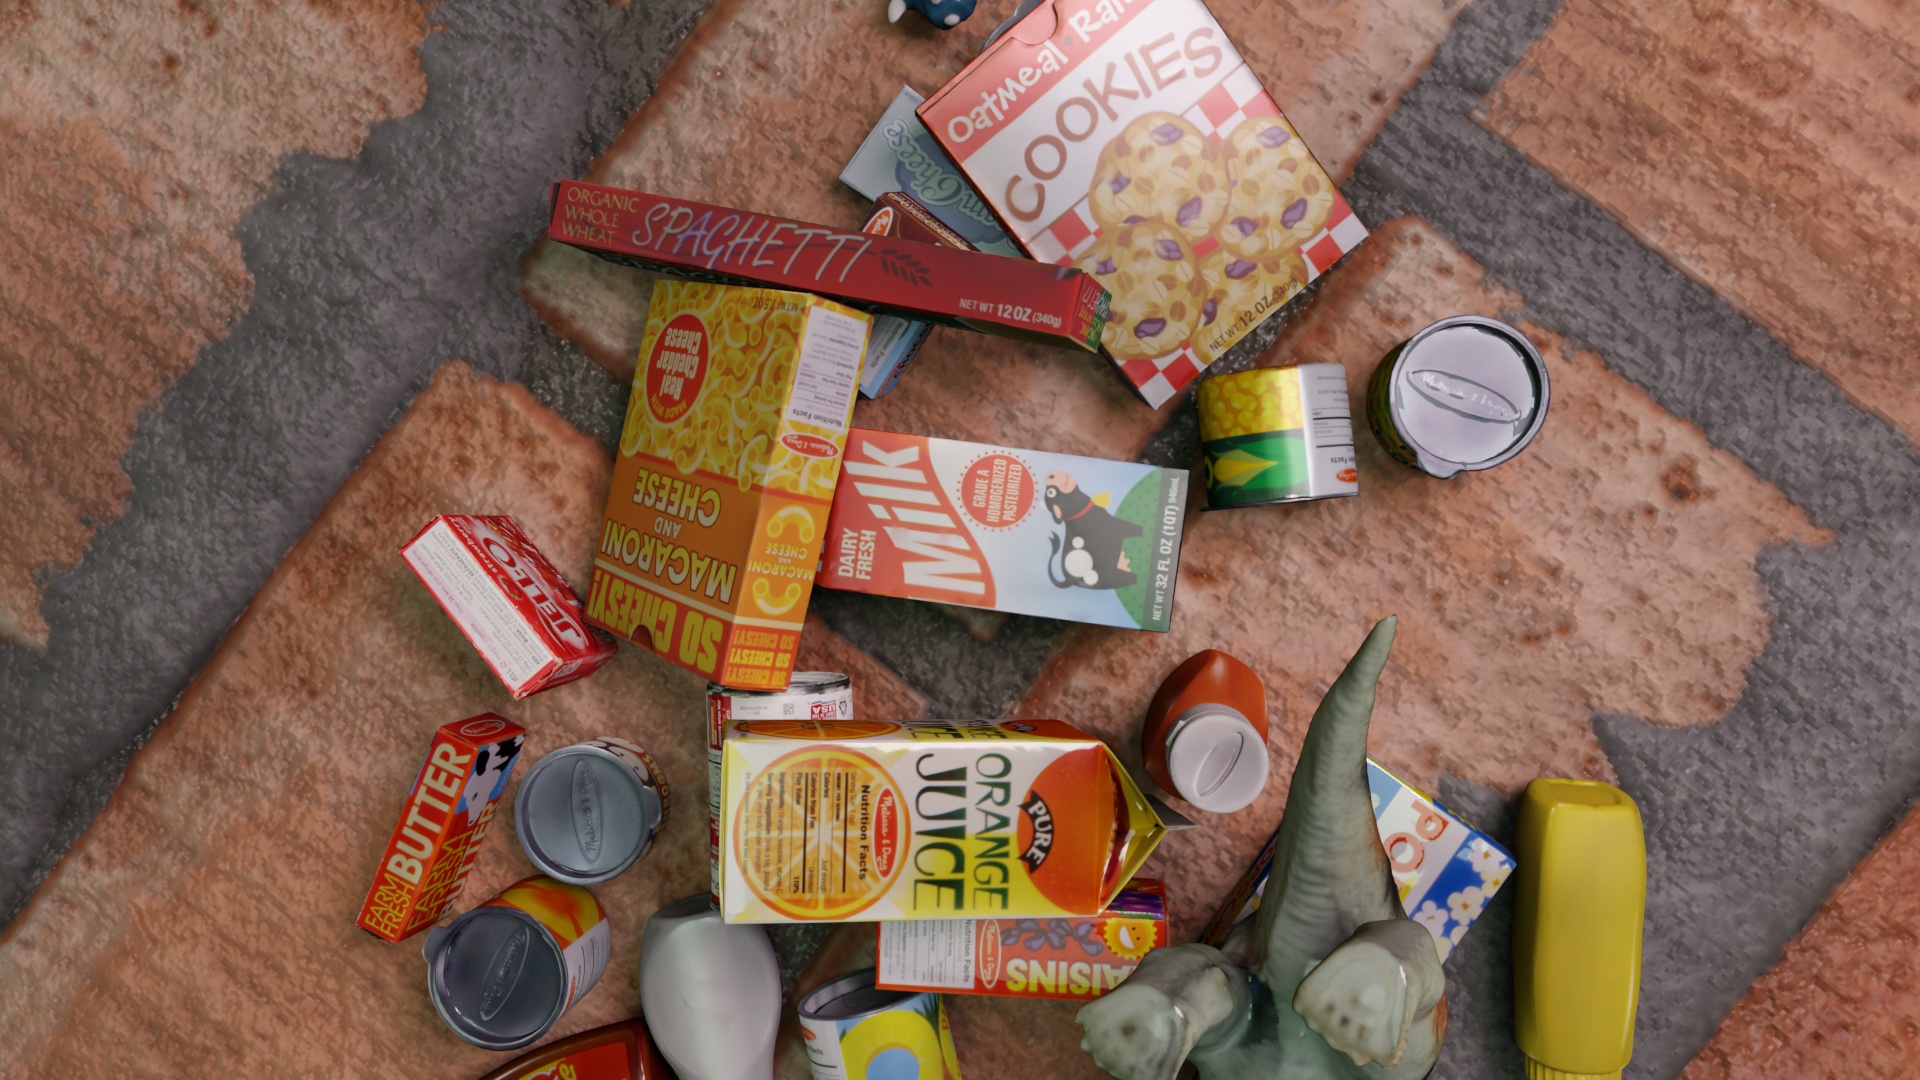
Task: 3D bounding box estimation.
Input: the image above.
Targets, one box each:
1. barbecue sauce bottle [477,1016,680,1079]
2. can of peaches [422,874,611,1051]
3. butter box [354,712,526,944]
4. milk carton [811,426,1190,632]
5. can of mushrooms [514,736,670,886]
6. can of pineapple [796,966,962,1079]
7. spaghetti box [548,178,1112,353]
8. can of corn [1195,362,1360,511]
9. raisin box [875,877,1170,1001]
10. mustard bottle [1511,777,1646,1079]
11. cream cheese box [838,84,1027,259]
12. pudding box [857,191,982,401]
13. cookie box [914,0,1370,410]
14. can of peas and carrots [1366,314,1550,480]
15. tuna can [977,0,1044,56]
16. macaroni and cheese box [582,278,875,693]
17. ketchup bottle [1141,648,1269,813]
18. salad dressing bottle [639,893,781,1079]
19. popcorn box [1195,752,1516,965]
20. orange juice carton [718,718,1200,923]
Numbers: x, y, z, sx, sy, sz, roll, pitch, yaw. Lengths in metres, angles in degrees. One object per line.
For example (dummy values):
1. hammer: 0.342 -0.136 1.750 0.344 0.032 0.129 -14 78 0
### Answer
1. barbecue sauce bottle: -0.208 0.277 0.662 0.148 0.043 0.065 -18 80 6
2. can of peaches: -0.208 0.196 0.654 0.071 0.058 0.071 0 91 7
3. butter box: -0.246 0.136 0.660 0.024 0.053 0.103 24 93 7
4. milk carton: 0.002 -0.008 0.624 0.191 0.073 0.072 8 91 6
5. can of mushrooms: -0.172 0.128 0.663 0.071 0.033 0.071 0 90 6
6. can of pineapple: -0.034 0.231 0.633 0.071 0.071 0.058 -13 90 6
7. spaghetti box: -0.061 -0.119 0.596 0.250 0.050 0.028 14 93 18
8. can of corn: 0.137 -0.045 0.615 0.071 0.071 0.058 -6 89 6
9. raisin box: 0.029 0.172 0.616 0.123 0.086 0.040 2 86 6
10. mustard bottle: 0.268 0.187 0.605 0.049 0.065 0.160 0 96 11
11. cream cheese box: 0.001 -0.161 0.649 0.104 0.024 0.053 35 95 5
12. pudding box: -0.033 -0.112 0.636 0.050 0.030 0.083 38 115 5
13. cookie box: 0.079 -0.160 0.608 0.123 0.040 0.167 -40 105 5
14. can of peas and carrots: 0.215 -0.060 0.610 0.071 0.059 0.071 0 91 6
15. tuna can: 0.039 -0.210 0.640 0.071 0.033 0.071 0 90 6
16. macaroni and cheese box: -0.108 -0.029 0.619 0.124 0.040 0.166 15 92 46
17. ketchup bottle: 0.102 0.081 0.577 0.043 0.149 0.064 32 94 6
18. salad dressing bottle: -0.110 0.243 0.652 0.064 0.044 0.147 -11 90 -11
19. popcorn box: 0.174 0.166 0.625 0.085 0.038 0.126 35 94 4
20. orange juice carton: -0.003 0.114 0.578 0.193 0.072 0.073 1 89 -10
